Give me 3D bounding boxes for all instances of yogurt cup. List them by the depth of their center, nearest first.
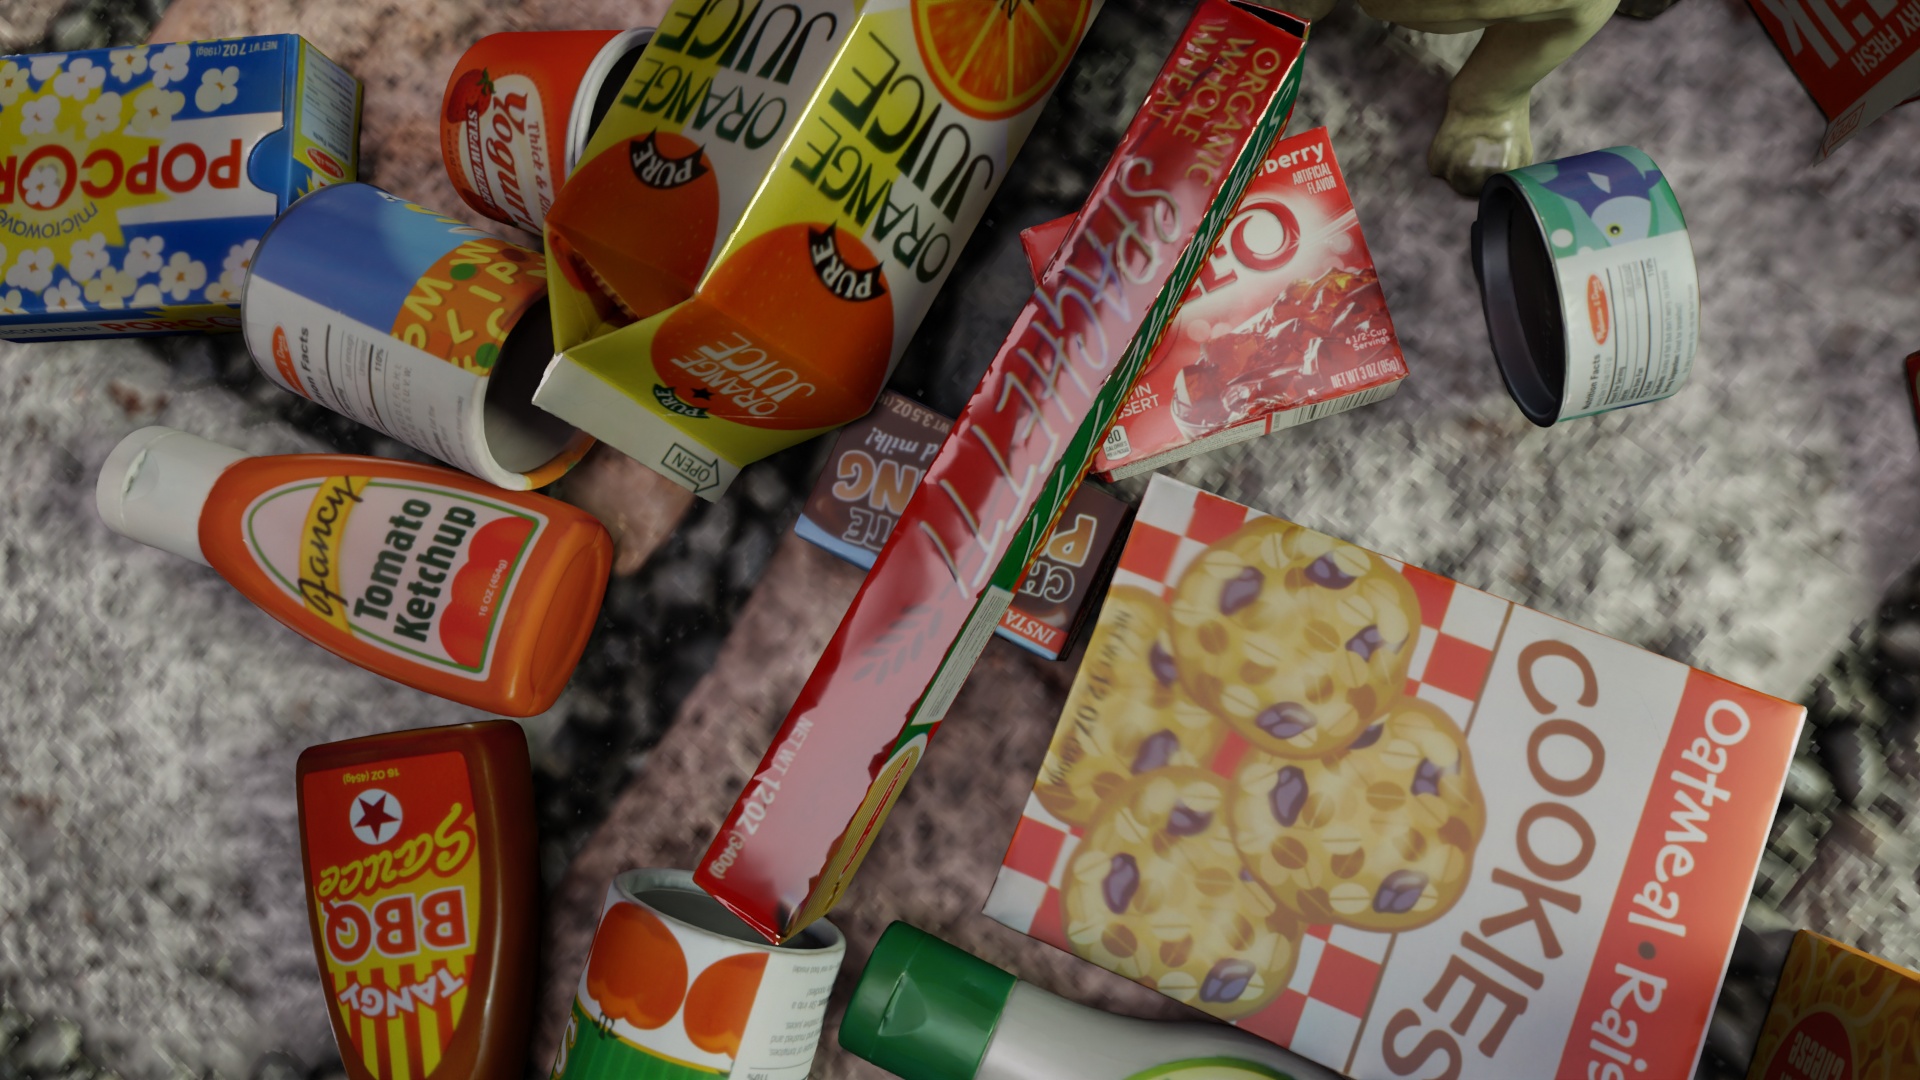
[{"bbox_3d":[-0.112,-0.117,0.406,0.054,0.072,0.072,14,87,19],"label":"yogurt cup"}]

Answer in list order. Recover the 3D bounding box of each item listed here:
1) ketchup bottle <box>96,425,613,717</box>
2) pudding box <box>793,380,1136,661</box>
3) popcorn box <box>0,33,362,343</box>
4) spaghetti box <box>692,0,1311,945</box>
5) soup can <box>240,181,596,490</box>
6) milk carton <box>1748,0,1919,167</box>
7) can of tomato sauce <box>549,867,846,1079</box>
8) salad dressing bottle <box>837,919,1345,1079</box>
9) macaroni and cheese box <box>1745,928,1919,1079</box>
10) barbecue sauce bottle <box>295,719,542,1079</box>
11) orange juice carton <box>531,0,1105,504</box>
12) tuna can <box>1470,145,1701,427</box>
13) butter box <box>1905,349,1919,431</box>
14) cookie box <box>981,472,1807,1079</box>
[{"bbox_3d":[-0.182,0.002,0.414,0.149,0.043,0.065,16,78,11],"label":"ketchup bottle"},{"bbox_3d":[0.001,-0.005,0.391,0.084,0.030,0.049,27,90,11],"label":"pudding box"},{"bbox_3d":[-0.259,-0.110,0.442,0.127,0.038,0.085,-1,83,10],"label":"popcorn box"},{"bbox_3d":[0.013,-0.018,0.348,0.029,0.050,0.250,30,89,10],"label":"spaghetti box"},{"bbox_3d":[-0.147,-0.061,0.400,0.084,0.071,0.071,23,89,17],"label":"soup can"},{"bbox_3d":[0.261,-0.192,0.345,0.073,0.072,0.190,22,87,11],"label":"milk carton"},{"bbox_3d":[-0.075,0.137,0.370,0.071,0.071,0.083,16,87,11],"label":"can of tomato sauce"},{"bbox_3d":[0.041,0.147,0.361,0.148,0.044,0.064,22,80,11],"label":"salad dressing bottle"},{"bbox_3d":[0.190,0.176,0.292,0.040,0.123,0.166,20,88,14],"label":"macaroni and cheese box"},{"bbox_3d":[-0.149,0.128,0.396,0.065,0.043,0.148,-9,83,8],"label":"barbecue sauce bottle"},{"bbox_3d":[-0.041,-0.105,0.372,0.073,0.071,0.192,28,87,37],"label":"orange juice carton"},{"bbox_3d":[0.157,-0.066,0.354,0.033,0.071,0.071,-12,83,8],"label":"tuna can"},{"bbox_3d":[0.278,-0.003,0.346,0.053,0.024,0.103,-8,83,8],"label":"butter box"},{"bbox_3d":[0.107,0.070,0.356,0.167,0.040,0.123,21,82,11],"label":"cookie box"}]
